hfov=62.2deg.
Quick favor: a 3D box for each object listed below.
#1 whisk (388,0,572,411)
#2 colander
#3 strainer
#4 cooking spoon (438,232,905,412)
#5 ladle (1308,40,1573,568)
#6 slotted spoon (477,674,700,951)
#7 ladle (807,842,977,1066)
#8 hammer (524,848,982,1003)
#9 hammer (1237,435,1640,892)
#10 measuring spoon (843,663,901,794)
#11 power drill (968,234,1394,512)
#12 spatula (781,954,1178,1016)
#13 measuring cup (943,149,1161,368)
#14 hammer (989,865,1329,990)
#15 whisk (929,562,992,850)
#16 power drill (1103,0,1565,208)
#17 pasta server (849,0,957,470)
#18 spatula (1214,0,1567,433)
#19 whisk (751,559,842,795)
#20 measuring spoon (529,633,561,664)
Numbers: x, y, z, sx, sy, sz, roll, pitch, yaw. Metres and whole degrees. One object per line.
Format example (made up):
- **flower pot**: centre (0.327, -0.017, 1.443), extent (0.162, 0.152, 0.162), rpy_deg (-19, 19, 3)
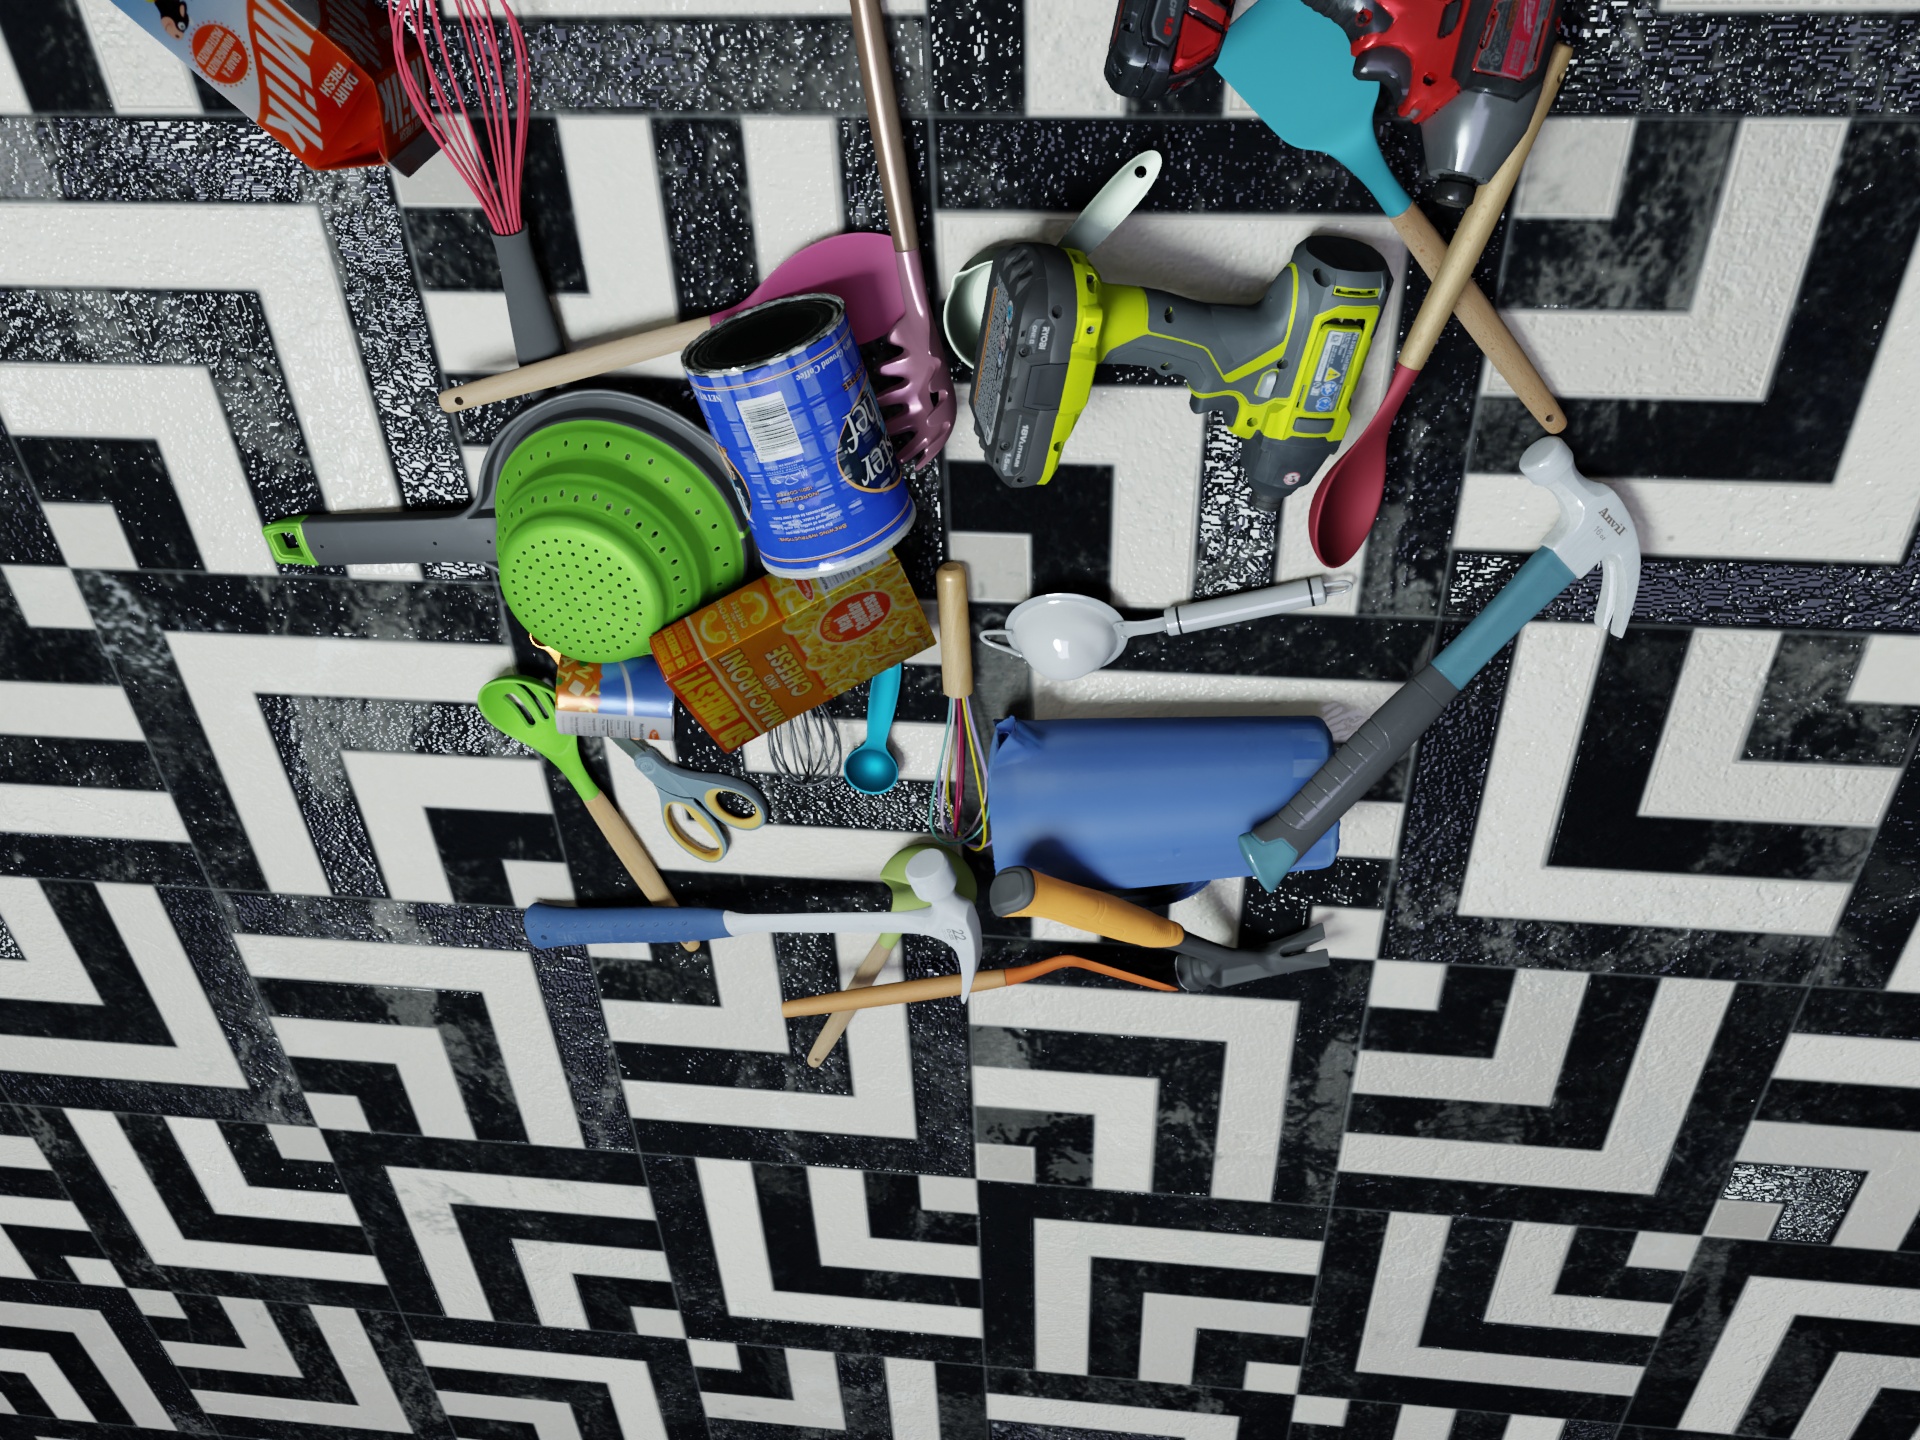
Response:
- **whisk**: centre (-0.274, -0.311, 0.946), extent (0.073, 0.073, 0.295), rpy_deg (3, 135, 6)
- **colander**: centre (-0.312, -0.106, 1.064), extent (0.397, 0.095, 0.204), rpy_deg (0, 127, 15)
- **strainer**: centre (0.138, -0.065, 1.087), extent (0.258, 0.050, 0.086), rpy_deg (-11, 141, 13)
- **cooking spoon**: centre (-0.177, -0.239, 0.990), extent (0.319, 0.017, 0.068), rpy_deg (-13, 124, 9)
- **ladle**: centre (0.267, -0.225, 0.906), extent (0.031, 0.069, 0.315), rpy_deg (42, 131, 29)
- **slotted spoon**: centre (-0.284, 0.078, 1.269), extent (0.070, 0.031, 0.313), rpy_deg (-12, 127, 19)
- **ladle**: centre (-0.072, 0.209, 1.323), extent (0.078, 0.062, 0.320), rpy_deg (19, 131, -12)
- **hammer**: centre (-0.172, 0.167, 1.271), extent (0.405, 0.035, 0.143), rpy_deg (-4, 131, 24)
- **hammer**: centre (0.301, -0.019, 1.024), extent (0.128, 0.033, 0.331), rpy_deg (40, 100, -19)
- **measuring spoon**: centre (-0.059, -0.003, 1.182), extent (0.042, 0.021, 0.128), rpy_deg (12, 120, 0)
- **power drill**: centre (0.125, -0.198, 0.933), extent (0.223, 0.080, 0.171), rpy_deg (-1, 131, -14)
- **spatula**: centre (0.014, 0.222, 1.298), extent (0.322, 0.041, 0.081), rpy_deg (-9, 170, 3)
- **measuring cup**: centre (0.058, -0.275, 0.935), extent (0.083, 0.038, 0.167), rpy_deg (36, 122, -19)
- **hammer**: centre (0.139, 0.150, 1.147), extent (0.127, 0.034, 0.336), rpy_deg (-19, 154, 33)
- **whisk**: centre (-0.003, -0.004, 1.156), extent (0.051, 0.047, 0.244), rpy_deg (-5, 123, -2)
- **power drill**: centre (0.191, -0.350, 0.805), extent (0.219, 0.078, 0.143), rpy_deg (11, 102, -3)
- **pasta server**: centre (-0.042, -0.298, 0.921), extent (0.040, 0.060, 0.316), rpy_deg (-28, 126, -26)
- **spatula**: centre (0.265, -0.280, 0.910), extent (0.082, 0.044, 0.317), rpy_deg (-32, 122, 27)
- **whisk**: centre (-0.126, -0.046, 1.136), extent (0.055, 0.055, 0.238), rpy_deg (-3, 123, 11)
- **measuring spoon**: centre (-0.277, -0.029, 1.188), extent (0.021, 0.011, 0.116), rpy_deg (-36, 112, 10)
